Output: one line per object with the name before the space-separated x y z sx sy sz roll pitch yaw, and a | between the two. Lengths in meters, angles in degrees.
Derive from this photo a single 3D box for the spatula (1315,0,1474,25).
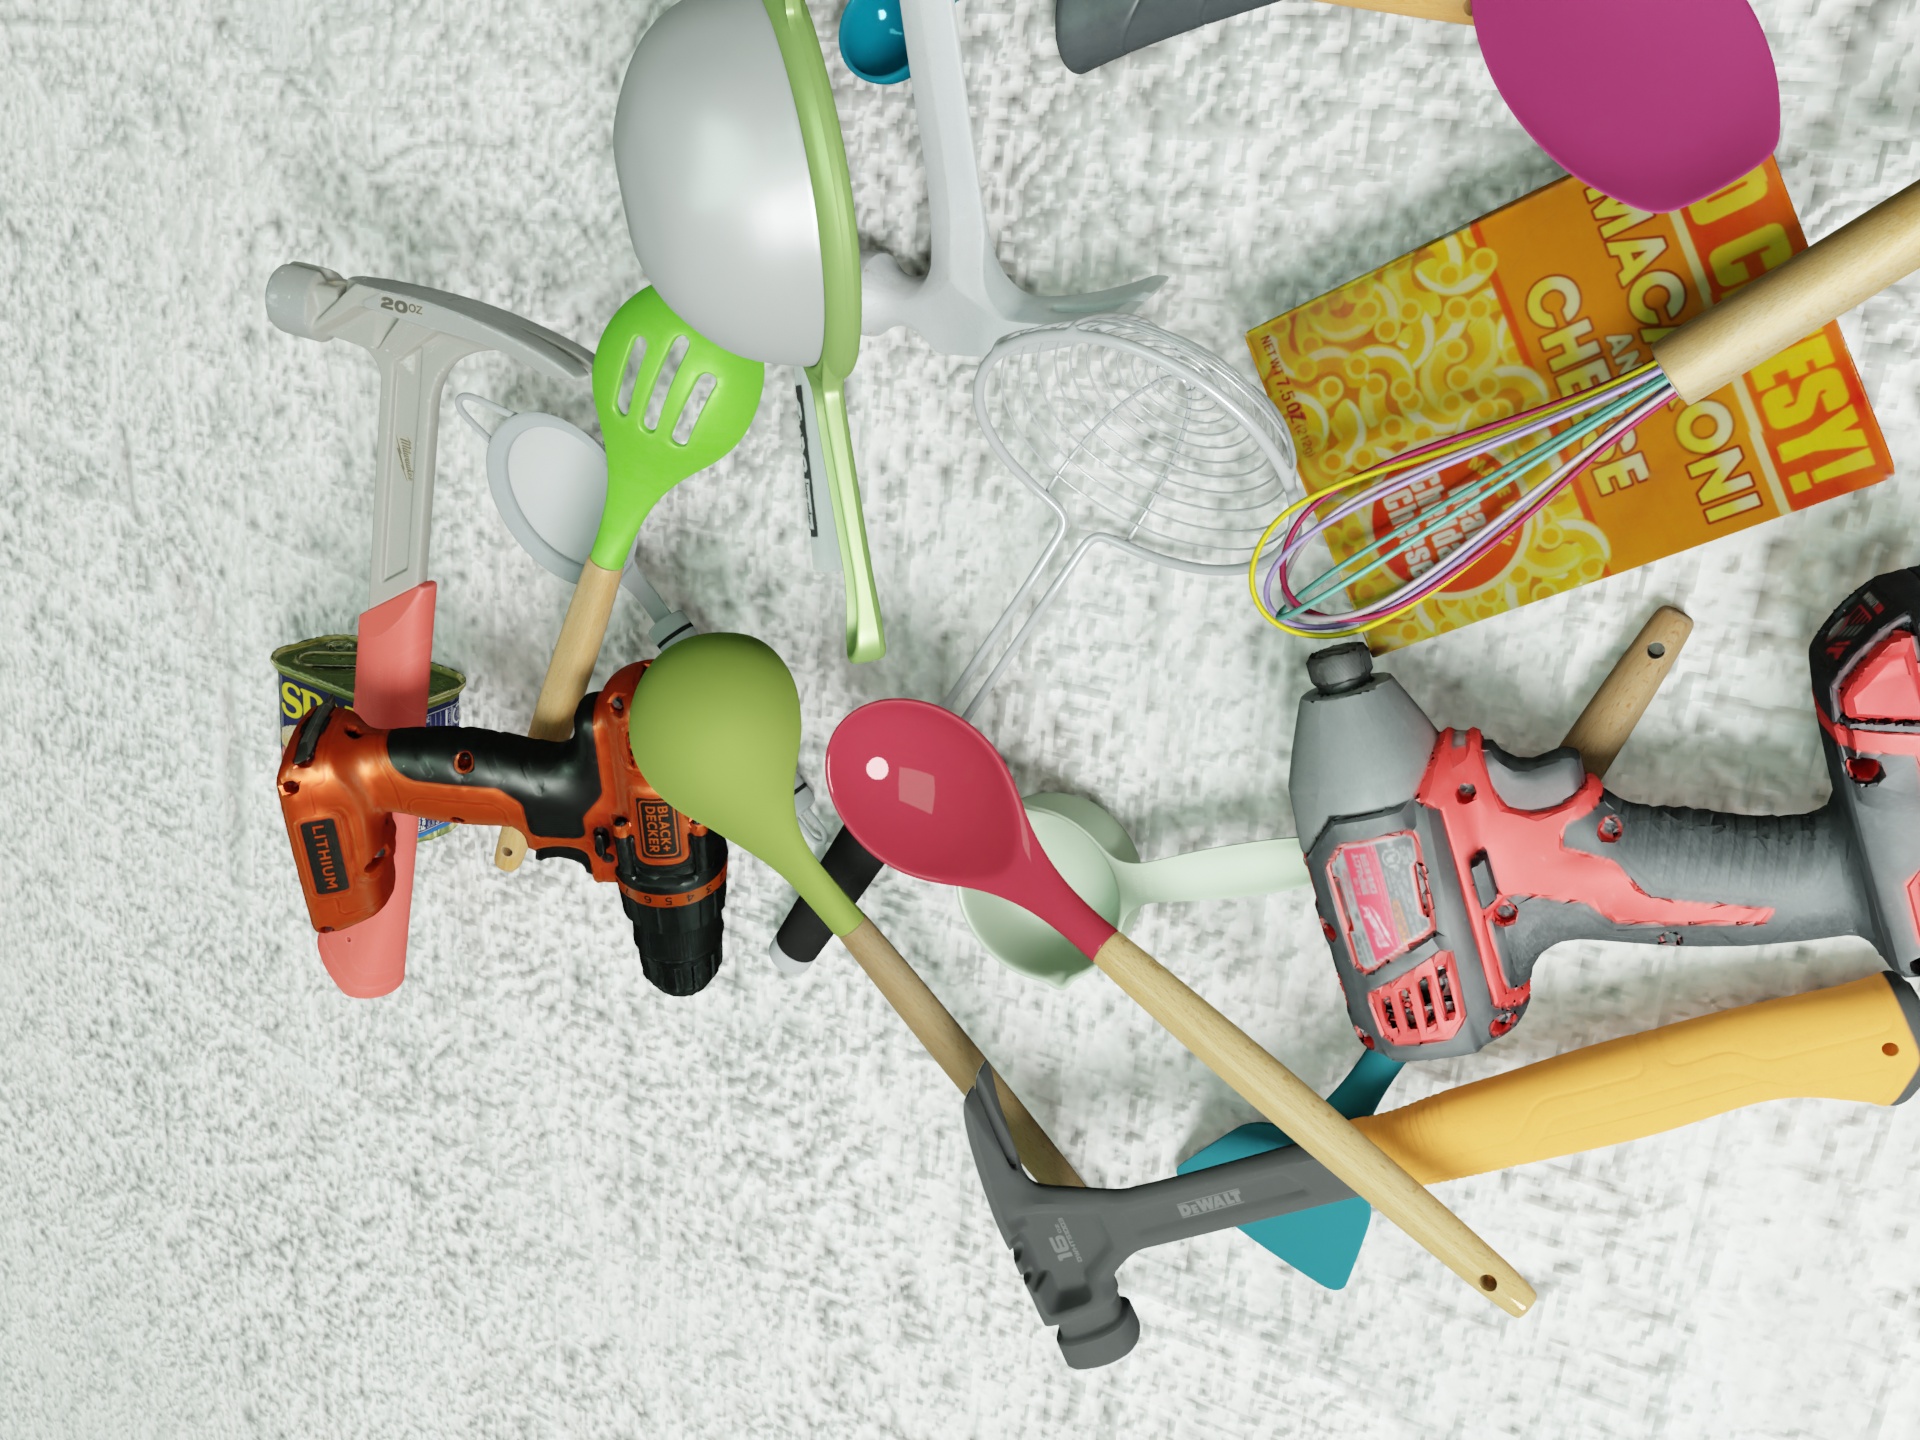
spatula | 0.030 -0.265 0.535 0.323 0.041 0.081 24 135 26

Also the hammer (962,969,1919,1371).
hammer | 0.165 0.146 0.578 0.337 0.034 0.127 -21 99 21

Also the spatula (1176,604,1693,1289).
spatula | 0.180 0.093 0.601 0.082 0.044 0.317 33 113 17

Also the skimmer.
skimmer | -0.001 -0.002 0.632 0.127 0.090 0.363 32 121 -4

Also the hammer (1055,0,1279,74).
hammer | 0.212 -0.266 0.472 0.409 0.036 0.149 -5 101 31

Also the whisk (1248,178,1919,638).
whisk | 0.191 -0.094 0.479 0.245 0.051 0.047 -33 81 29

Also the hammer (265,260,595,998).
hammer | -0.257 -0.020 0.743 0.149 0.037 0.359 18 116 10

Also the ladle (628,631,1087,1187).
ladle | -0.027 0.098 0.673 0.078 0.062 0.320 -28 109 28

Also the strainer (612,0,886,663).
strainer | -0.078 -0.141 0.582 0.069 0.151 0.256 -12 105 -13

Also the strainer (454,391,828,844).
strainer | -0.137 -0.049 0.728 0.087 0.050 0.258 -34 92 44

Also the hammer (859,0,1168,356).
hammer | -0.016 -0.298 0.493 0.144 0.035 0.405 16 137 28

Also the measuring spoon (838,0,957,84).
measuring spoon | 0.012 -0.279 0.594 0.128 0.021 0.042 -23 77 23

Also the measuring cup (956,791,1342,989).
measuring cup | 0.078 0.060 0.640 0.167 0.038 0.083 -11 99 29

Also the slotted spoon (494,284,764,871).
slotted spoon | -0.162 -0.048 0.702 0.070 0.031 0.313 27 121 0

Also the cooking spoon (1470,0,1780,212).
cooking spoon | 0.136 -0.279 0.477 0.069 0.017 0.319 -29 73 5

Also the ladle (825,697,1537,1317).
ladle | 0.073 0.098 0.575 0.316 0.031 0.069 40 114 19

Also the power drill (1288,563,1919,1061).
power drill | 0.217 0.025 0.509 0.219 0.078 0.143 -14 99 24
